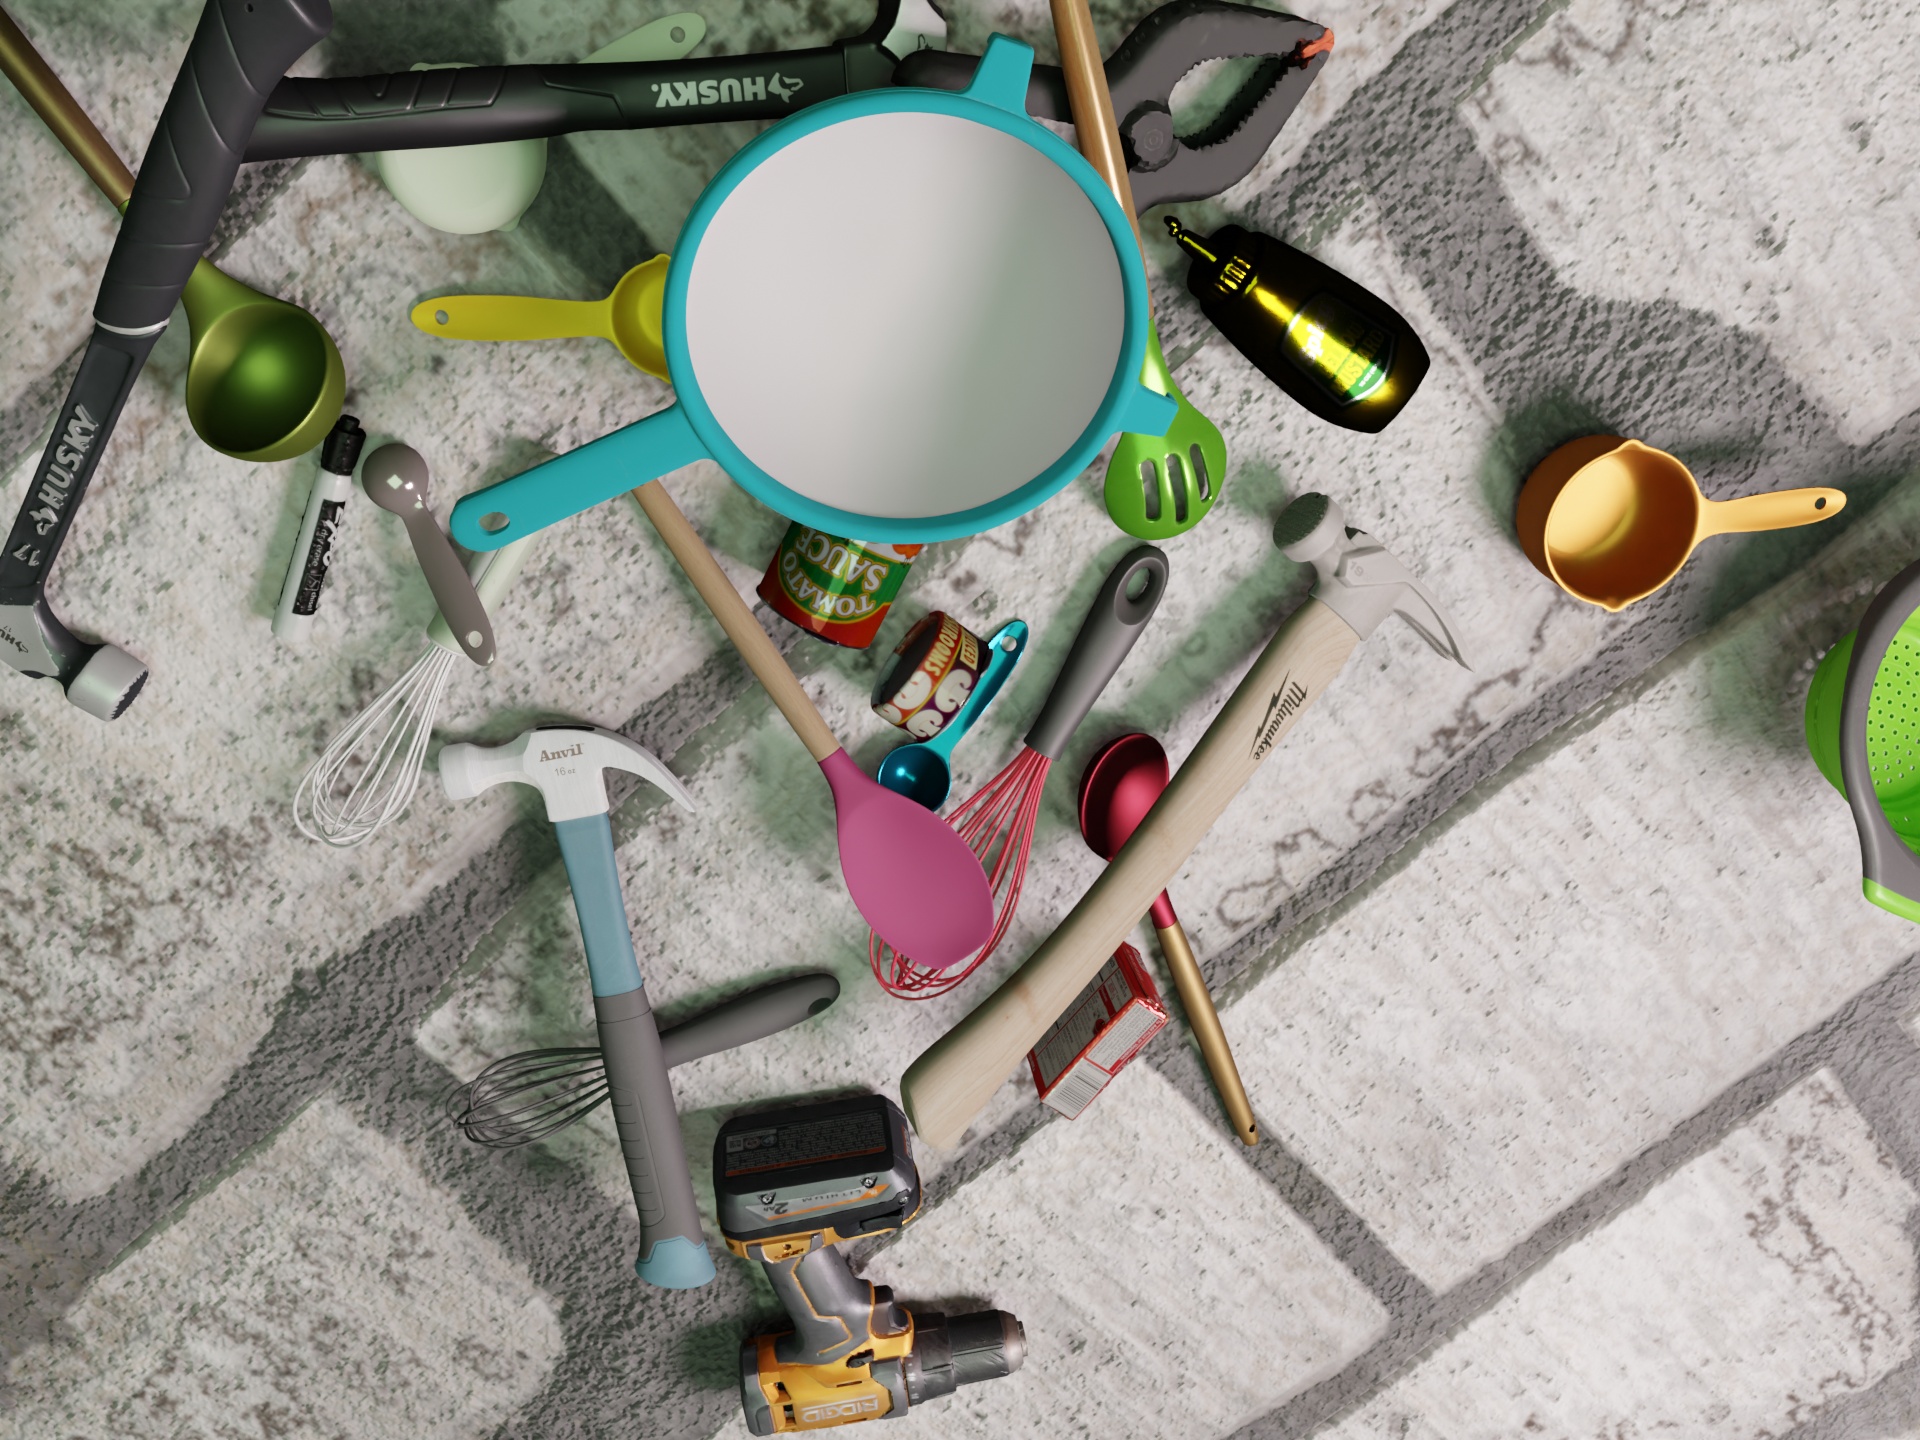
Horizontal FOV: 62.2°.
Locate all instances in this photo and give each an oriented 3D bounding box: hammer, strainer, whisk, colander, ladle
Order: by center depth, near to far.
[{"bbox_3d":[-0.374,-0.165,0.697,0.149,0.036,0.409,34,124,-15],"label":"hammer"},{"bbox_3d":[-0.167,-0.273,0.712,0.334,0.035,0.146,-11,115,-16],"label":"hammer"},{"bbox_3d":[-0.395,-0.257,0.713,0.078,0.062,0.320,-33,110,4],"label":"ladle"},{"bbox_3d":[-0.084,-0.170,0.737,0.340,0.095,0.210,-21,128,13],"label":"strainer"},{"bbox_3d":[-0.271,-0.035,0.825,0.059,0.058,0.246,21,107,-51],"label":"whisk"},{"bbox_3d":[0.114,0.077,0.883,0.146,0.038,0.410,36,95,-27],"label":"hammer"},{"bbox_3d":[-0.189,0.163,0.885,0.128,0.033,0.331,-11,100,-6],"label":"hammer"},{"bbox_3d":[0.035,0.033,0.887,0.073,0.073,0.296,27,100,-17],"label":"whisk"},{"bbox_3d":[0.581,-0.079,0.902,0.204,0.094,0.397,17,91,-13],"label":"colander"},{"bbox_3d":[-0.184,0.194,0.930,0.239,0.055,0.055,-20,113,-4],"label":"whisk"},{"bbox_3d":[0.132,0.140,0.955,0.069,0.031,0.315,-34,118,-23],"label":"ladle"}]

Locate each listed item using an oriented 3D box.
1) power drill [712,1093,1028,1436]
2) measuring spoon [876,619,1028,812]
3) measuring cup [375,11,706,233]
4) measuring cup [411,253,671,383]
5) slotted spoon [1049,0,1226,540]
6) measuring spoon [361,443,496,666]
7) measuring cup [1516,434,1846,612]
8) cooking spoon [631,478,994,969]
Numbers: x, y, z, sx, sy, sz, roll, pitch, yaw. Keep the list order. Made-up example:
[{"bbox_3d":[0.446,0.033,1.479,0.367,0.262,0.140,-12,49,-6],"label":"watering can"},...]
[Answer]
[{"bbox_3d":[-0.056,0.345,0.989,0.185,0.084,0.226,-8,117,-5],"label":"power drill"},{"bbox_3d":[-0.001,-0.003,0.890,0.042,0.021,0.128,34,95,-5],"label":"measuring spoon"},{"bbox_3d":[-0.193,-0.284,0.734,0.167,0.038,0.083,-26,113,6],"label":"measuring cup"},{"bbox_3d":[-0.190,-0.200,0.783,0.156,0.029,0.062,2,112,5],"label":"measuring cup"},{"bbox_3d":[0.079,-0.216,0.766,0.070,0.031,0.313,-22,125,-5],"label":"slotted spoon"},{"bbox_3d":[-0.264,-0.082,0.792,0.034,0.018,0.124,-28,87,8],"label":"measuring spoon"},{"bbox_3d":[0.391,-0.117,0.872,0.173,0.052,0.095,-7,113,-6],"label":"measuring cup"},{"bbox_3d":[-0.083,-0.004,0.837,0.069,0.017,0.319,-33,99,3],"label":"cooking spoon"}]
